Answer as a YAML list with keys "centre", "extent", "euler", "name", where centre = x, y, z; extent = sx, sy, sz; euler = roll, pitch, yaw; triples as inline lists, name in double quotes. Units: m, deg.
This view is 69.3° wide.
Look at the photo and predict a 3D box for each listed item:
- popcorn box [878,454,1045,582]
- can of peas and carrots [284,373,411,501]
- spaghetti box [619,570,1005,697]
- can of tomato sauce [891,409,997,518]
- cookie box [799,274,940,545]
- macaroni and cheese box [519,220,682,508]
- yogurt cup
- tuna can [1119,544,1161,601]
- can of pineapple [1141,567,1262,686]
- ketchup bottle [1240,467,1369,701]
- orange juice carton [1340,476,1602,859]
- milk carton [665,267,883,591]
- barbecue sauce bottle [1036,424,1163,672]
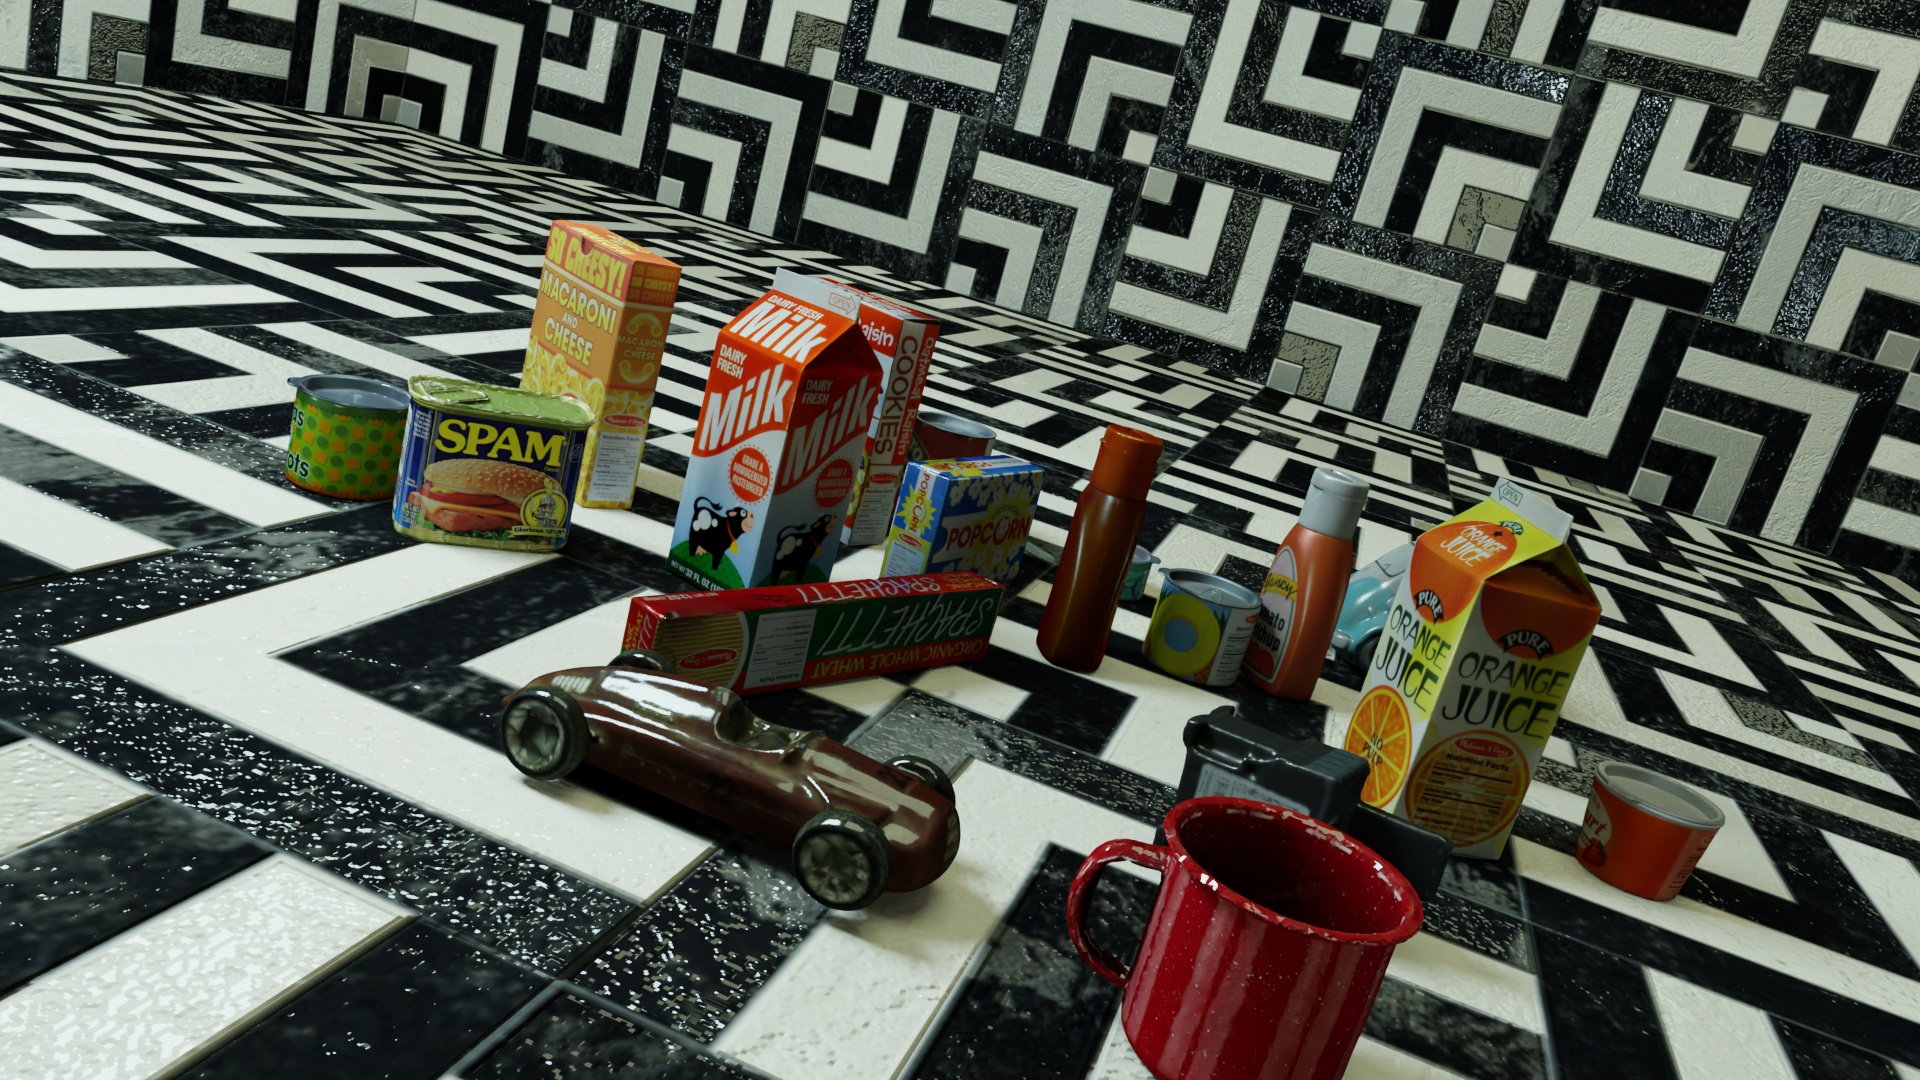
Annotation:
- centre: [0.003, -0.012, 0.953]
  extent: [0.038, 0.085, 0.127]
  euler: [24, 17, 29]
  name: "popcorn box"
- centre: [-0.365, -0.062, 0.824]
  extent: [0.071, 0.058, 0.071]
  euler: [14, 15, -4]
  name: "can of peas and carrots"
- centre: [-0.069, 0.049, 0.737]
  extent: [0.029, 0.050, 0.251]
  euler: [27, 19, 37]
  name: "spaghetti box"
- centre: [-0.016, -0.052, 1.078]
  extent: [0.071, 0.082, 0.071]
  euler: [14, 15, -4]
  name: "can of tomato sauce"
- centre: [-0.088, -0.096, 1.005]
  extent: [0.123, 0.167, 0.040]
  euler: [28, 19, 38]
  name: "cookie box"
- centre: [-0.250, -0.120, 0.936]
  extent: [0.040, 0.166, 0.124]
  euler: [1, 21, -42]
  name: "macaroni and cheese box"
- centre: [0.376, 0.161, 0.766]
  extent: [0.072, 0.053, 0.072]
  euler: [14, 15, -4]
  name: "yogurt cup"
- centre: [0.112, 0.020, 1.045]
  extent: [0.071, 0.032, 0.071]
  euler: [14, 15, -4]
  name: "tuna can"
- centre: [0.157, 0.056, 0.915]
  extent: [0.071, 0.057, 0.071]
  euler: [14, 15, -4]
  name: "can of pineapple"
- centre: [0.228, 0.027, 0.913]
  extent: [0.043, 0.148, 0.065]
  euler: [10, 16, -19]
  name: "ketchup bottle"
- centre: [0.272, 0.066, 0.740]
  extent: [0.073, 0.192, 0.072]
  euler: [12, 15, -12]
  name: "orange juice carton"
- centre: [-0.106, -0.060, 0.819]
  extent: [0.072, 0.190, 0.073]
  euler: [25, 18, 32]
  name: "milk carton"
- centre: [0.087, 0.003, 0.861]
  extent: [0.044, 0.148, 0.065]
  euler: [15, 15, -3]
  name: "barbecue sauce bottle"
